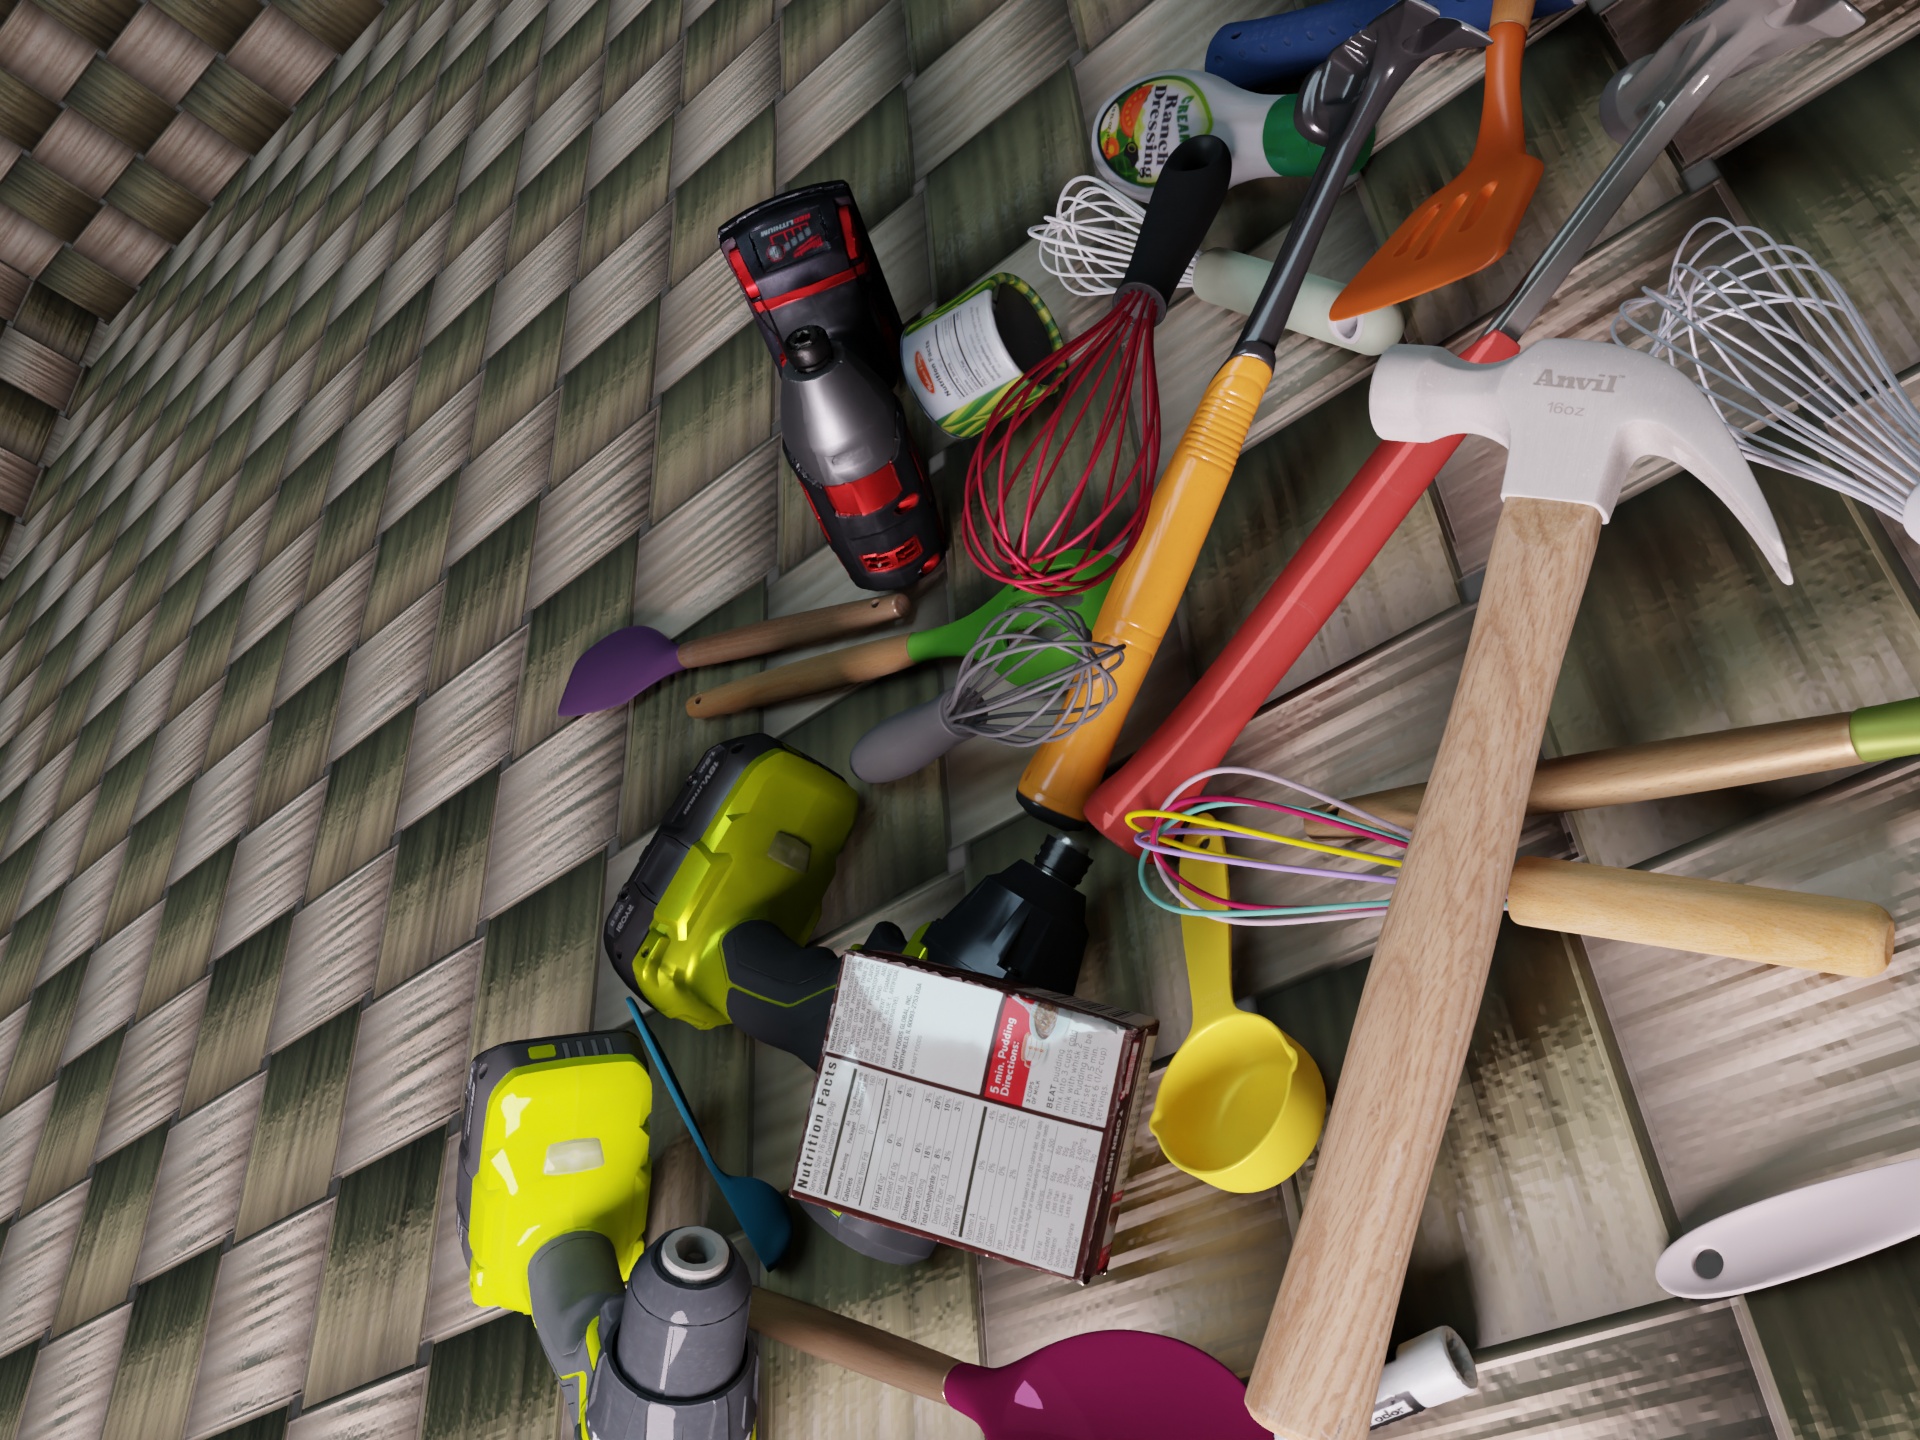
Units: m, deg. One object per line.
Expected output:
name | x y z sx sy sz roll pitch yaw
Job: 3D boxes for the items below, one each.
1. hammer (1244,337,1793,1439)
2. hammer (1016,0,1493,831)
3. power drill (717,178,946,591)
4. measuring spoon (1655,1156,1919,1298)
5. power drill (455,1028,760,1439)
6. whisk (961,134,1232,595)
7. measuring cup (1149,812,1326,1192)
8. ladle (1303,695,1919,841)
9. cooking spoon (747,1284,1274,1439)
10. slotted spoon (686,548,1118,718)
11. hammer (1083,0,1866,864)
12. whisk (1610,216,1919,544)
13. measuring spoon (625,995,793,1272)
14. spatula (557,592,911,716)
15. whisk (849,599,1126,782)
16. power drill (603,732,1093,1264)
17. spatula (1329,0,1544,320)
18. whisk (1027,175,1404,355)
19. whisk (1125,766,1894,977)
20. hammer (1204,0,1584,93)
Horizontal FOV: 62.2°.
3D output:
hammer | 0.147 0.046 0.466 0.130 0.031 0.331 13 83 36
hammer | 0.103 -0.111 0.627 0.127 0.034 0.337 -125 58 -79
power drill | -0.066 -0.183 0.828 0.078 0.143 0.220 -20 45 5
measuring spoon | 0.236 0.125 0.404 0.124 0.018 0.034 -36 42 34
power drill | -0.138 0.225 0.628 0.229 0.080 0.190 46 131 53
whisk | 0.068 -0.160 0.655 0.073 0.073 0.296 -15 39 40
measuring cup | 0.097 0.096 0.566 0.062 0.029 0.157 -35 31 30
ladle | 0.239 0.014 0.462 0.320 0.062 0.078 -16 52 48
cooking spoon | -0.016 0.232 0.572 0.319 0.017 0.069 -6 51 49
slotted spoon | -0.040 -0.029 0.789 0.314 0.031 0.070 -12 60 44
hammer | 0.164 -0.095 0.571 0.359 0.036 0.149 -54 3 10
whisk | 0.255 -0.072 0.435 0.070 0.070 0.285 -40 27 20
measuring spoon | -0.103 0.169 0.669 0.021 0.129 0.042 -28 -7 -15
spatula | -0.140 -0.043 0.910 0.316 0.018 0.060 -8 58 45
whisk | -0.001 -0.001 0.663 0.239 0.055 0.055 -27 42 64
power drill | -0.048 0.096 0.674 0.223 0.080 0.171 27 86 48
spatula | 0.217 -0.299 0.632 0.081 0.041 0.323 -6 65 55
whisk | 0.113 -0.209 0.740 0.247 0.059 0.057 38 130 48
whisk | 0.154 0.050 0.503 0.245 0.047 0.051 6 44 41
hammer | 0.267 -0.311 0.650 0.406 0.035 0.144 11 74 50
